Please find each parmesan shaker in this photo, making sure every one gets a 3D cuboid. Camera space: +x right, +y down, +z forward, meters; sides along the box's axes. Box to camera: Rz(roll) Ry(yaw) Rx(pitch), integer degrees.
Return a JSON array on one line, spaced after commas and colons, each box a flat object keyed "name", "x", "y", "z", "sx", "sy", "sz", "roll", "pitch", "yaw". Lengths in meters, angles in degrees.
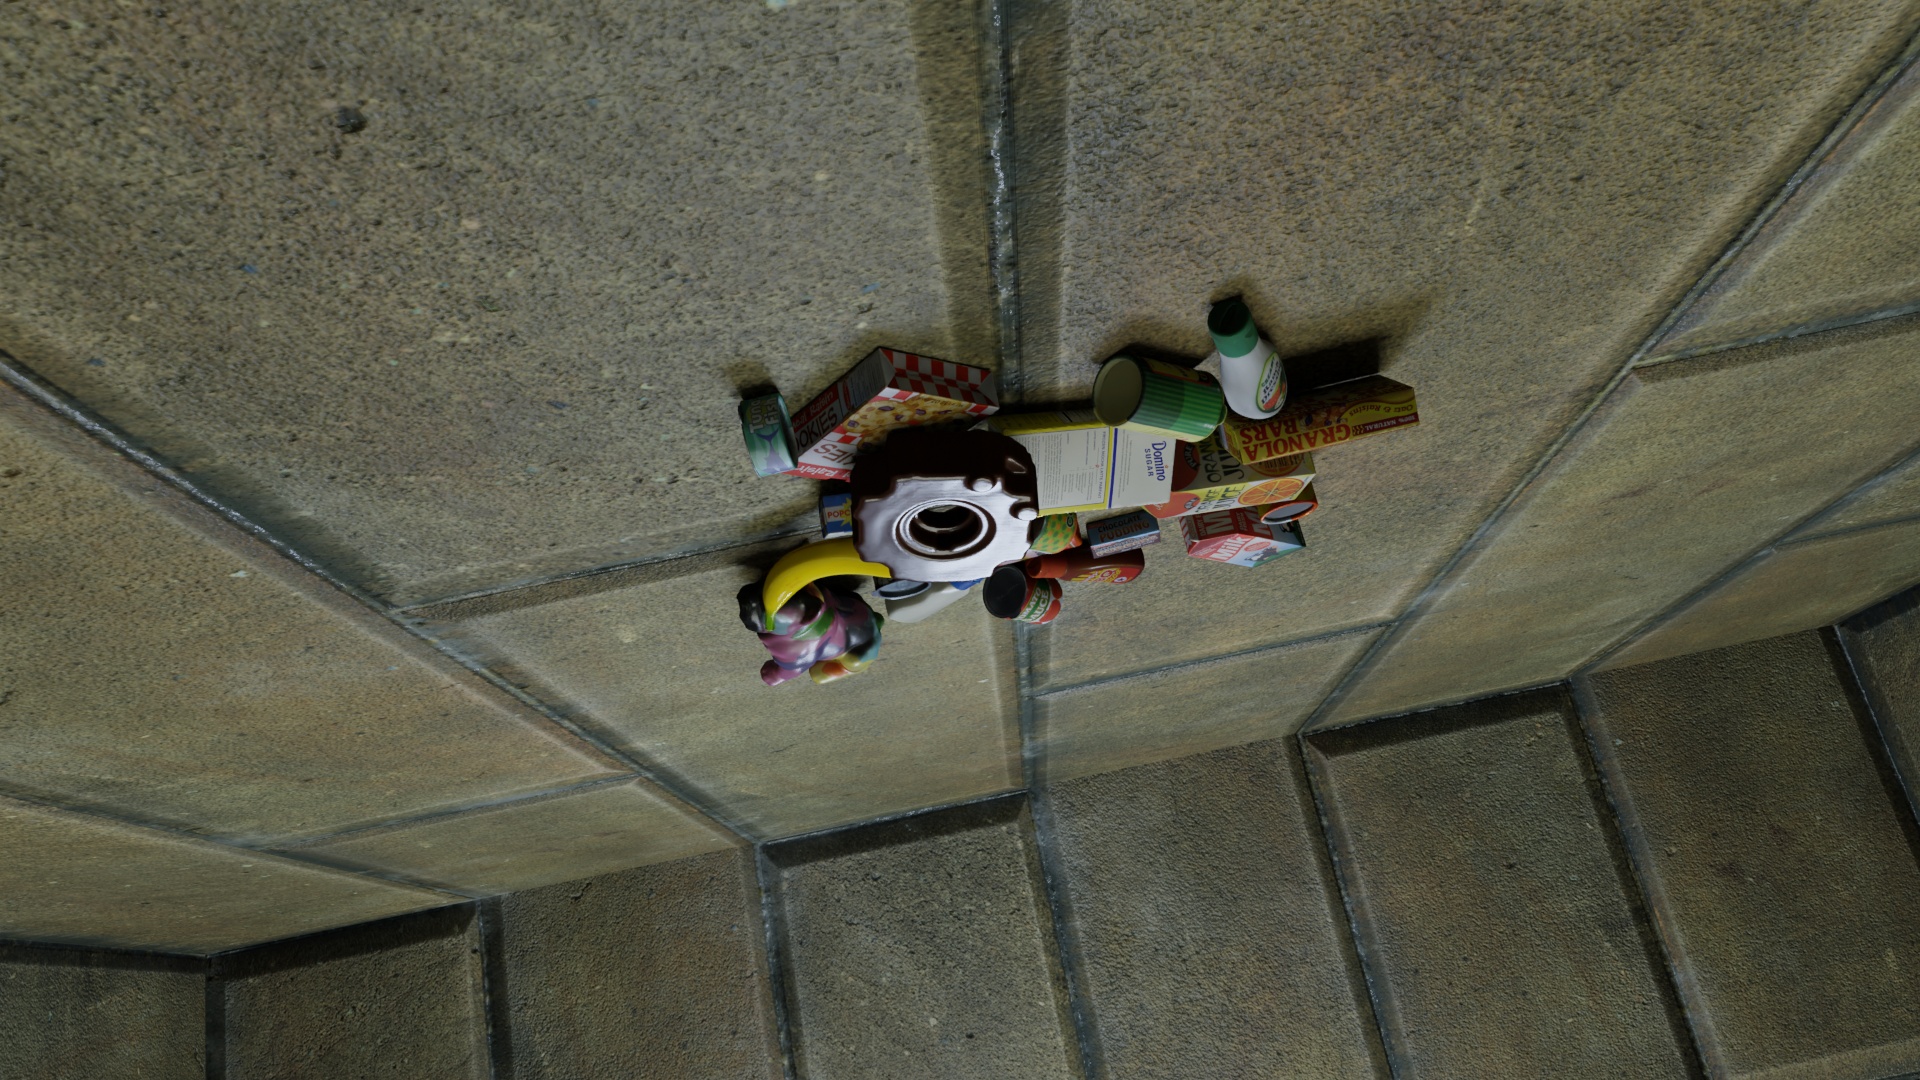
[{"name": "parmesan shaker", "x": 0.177, "y": -0.126, "z": 1.233, "sx": 0.103, "sy": 0.071, "sz": 0.071, "roll": 6, "pitch": 154, "yaw": -40}]

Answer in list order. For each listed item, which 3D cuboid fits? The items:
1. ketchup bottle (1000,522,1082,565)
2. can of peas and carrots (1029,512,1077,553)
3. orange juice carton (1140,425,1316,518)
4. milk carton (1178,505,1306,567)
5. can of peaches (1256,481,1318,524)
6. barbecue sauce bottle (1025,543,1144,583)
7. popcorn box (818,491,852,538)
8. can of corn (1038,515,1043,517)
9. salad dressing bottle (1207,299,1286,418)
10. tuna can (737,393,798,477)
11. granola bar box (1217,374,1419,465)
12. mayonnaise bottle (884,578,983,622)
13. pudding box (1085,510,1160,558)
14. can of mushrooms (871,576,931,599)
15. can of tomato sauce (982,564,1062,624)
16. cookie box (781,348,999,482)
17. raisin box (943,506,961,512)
[{"name": "ketchup bottle", "x": 0.059, "y": 0.002, "z": 1.560, "sx": 0.149, "sy": 0.043, "sz": 0.064, "roll": -15, "pitch": 160, "yaw": 12}, {"name": "can of peas and carrots", "x": 0.083, "y": -0.023, "z": 1.474, "sx": 0.070, "sy": 0.071, "sz": 0.059, "roll": -27, "pitch": 156, "yaw": 36}, {"name": "orange juice carton", "x": 0.253, "y": -0.074, "z": 1.415, "sx": 0.193, "sy": 0.073, "sz": 0.071, "roll": -8, "pitch": 160, "yaw": -8}, {"name": "milk carton", "x": 0.311, "y": -0.021, "z": 1.596, "sx": 0.073, "sy": 0.072, "sz": 0.191, "roll": -27, "pitch": 155, "yaw": 38}, {"name": "can of peaches", "x": 0.360, "y": -0.057, "z": 1.547, "sx": 0.071, "sy": 0.058, "sz": 0.071, "roll": -10, "pitch": 161, "yaw": -3}, {"name": "barbecue sauce bottle", "x": 0.148, "y": 0.027, "z": 1.683, "sx": 0.149, "sy": 0.044, "sz": 0.064, "roll": 2, "pitch": 157, "yaw": -33}, {"name": "popcorn box", "x": -0.092, "y": -0.027, "z": 1.345, "sx": 0.085, "sy": 0.038, "sz": 0.126, "roll": -7, "pitch": 179, "yaw": -8}, {"name": "can of corn", "x": 0.060, "y": -0.057, "z": 1.374, "sx": 0.071, "sy": 0.058, "sz": 0.071, "roll": -10, "pitch": 160, "yaw": -4}, {"name": "salad dressing bottle", "x": 0.248, "y": -0.157, "z": 1.209, "sx": 0.044, "sy": 0.064, "sz": 0.147, "roll": 20, "pitch": 168, "yaw": 30}, {"name": "tuna can", "x": -0.159, "y": -0.089, "z": 1.150, "sx": 0.033, "sy": 0.071, "sz": 0.071, "roll": -13, "pitch": 160, "yaw": 2}, {"name": "granola bar box", "x": 0.334, "y": -0.115, "z": 1.316, "sx": 0.165, "sy": 0.039, "sz": 0.124, "roll": -13, "pitch": -169, "yaw": 4}, {"name": "mayonnaise bottle", "x": -0.025, "y": 0.056, "z": 1.669, "sx": 0.065, "sy": 0.041, "sz": 0.147, "roll": 5, "pitch": 154, "yaw": -42}, {"name": "pudding box", "x": 0.191, "y": -0.008, "z": 1.628, "sx": 0.084, "sy": 0.030, "sz": 0.049, "roll": -13, "pitch": 159, "yaw": 4}, {"name": "can of mushrooms", "x": -0.071, "y": 0.042, "z": 1.613, "sx": 0.071, "sy": 0.033, "sz": 0.071, "roll": -11, "pitch": 161, "yaw": -4}, {"name": "can of tomato sauce", "x": 0.079, "y": 0.069, "z": 1.719, "sx": 0.071, "sy": 0.071, "sz": 0.083, "roll": -24, "pitch": 157, "yaw": 32}, {"name": "cookie box", "x": -0.067, "y": -0.101, "z": 1.203, "sx": 0.123, "sy": 0.040, "sz": 0.166, "roll": 5, "pitch": 154, "yaw": -40}, {"name": "raisin box", "x": 0.005, "y": -0.018, "z": 1.415, "sx": 0.086, "sy": 0.040, "sz": 0.124, "roll": -24, "pitch": 179, "yaw": 42}]
